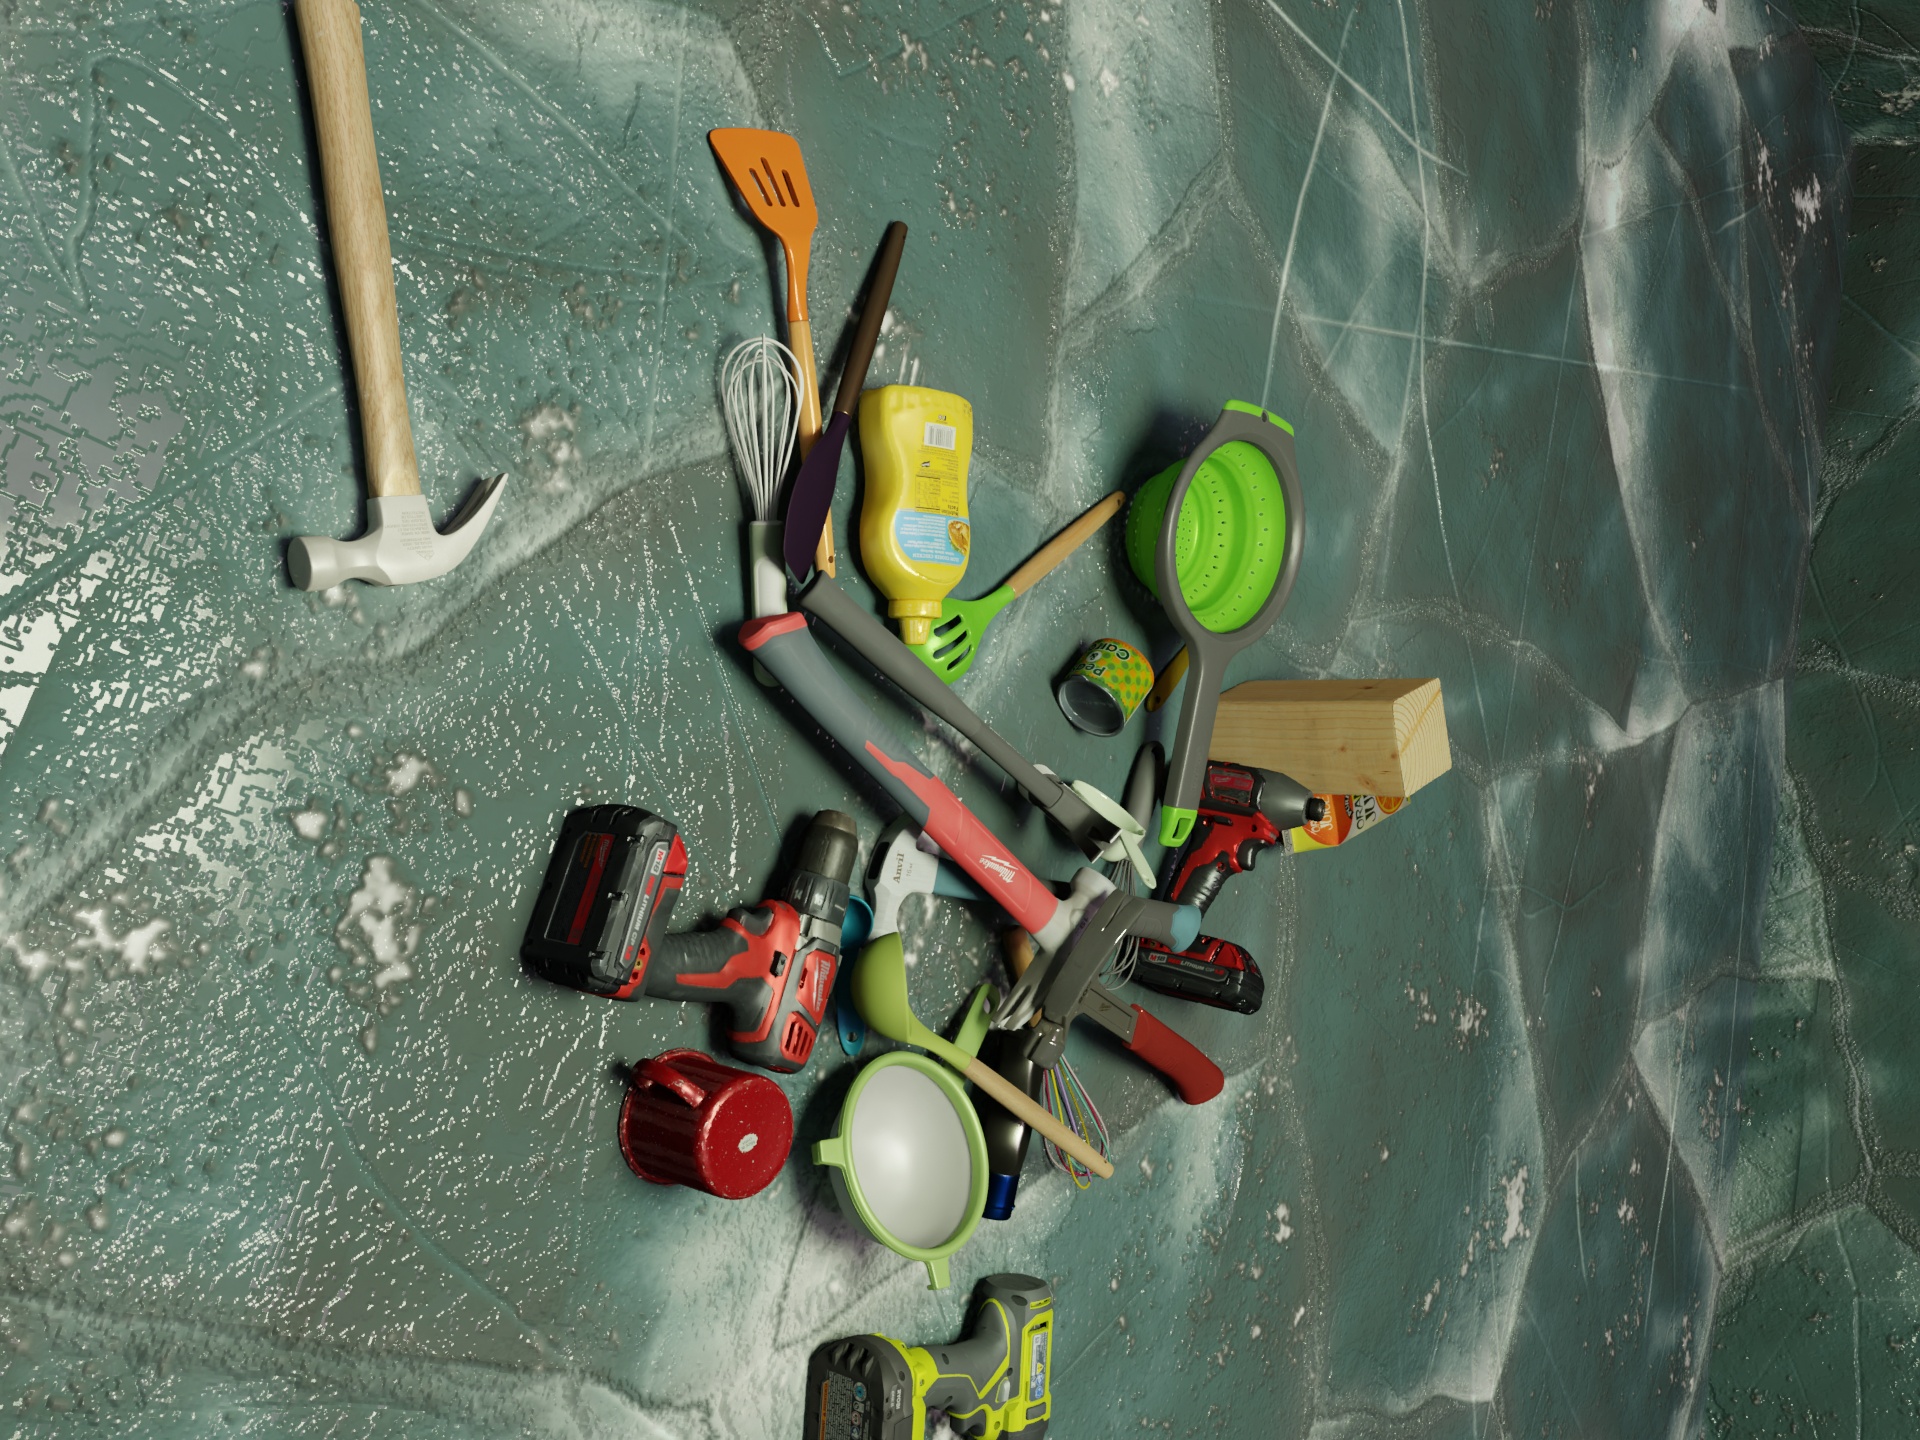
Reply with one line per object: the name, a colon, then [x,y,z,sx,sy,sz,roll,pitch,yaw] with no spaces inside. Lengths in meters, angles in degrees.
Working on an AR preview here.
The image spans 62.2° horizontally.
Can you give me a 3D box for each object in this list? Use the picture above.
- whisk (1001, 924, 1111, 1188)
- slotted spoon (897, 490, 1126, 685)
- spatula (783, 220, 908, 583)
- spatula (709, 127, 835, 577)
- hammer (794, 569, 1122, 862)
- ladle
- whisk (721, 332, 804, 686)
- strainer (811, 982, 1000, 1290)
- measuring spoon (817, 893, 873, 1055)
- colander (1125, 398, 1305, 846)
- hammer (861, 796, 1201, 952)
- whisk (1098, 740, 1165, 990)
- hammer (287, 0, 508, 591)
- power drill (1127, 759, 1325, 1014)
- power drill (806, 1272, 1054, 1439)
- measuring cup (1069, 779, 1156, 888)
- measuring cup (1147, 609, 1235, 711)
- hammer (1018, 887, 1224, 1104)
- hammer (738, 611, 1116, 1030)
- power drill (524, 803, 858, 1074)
whisk: [0.078,0.287,1.343,0.047,0.051,0.245,-27,106,-37]
slotted spoon: [0.053,-0.121,1.327,0.314,0.031,0.070,-42,121,-39]
spatula: [-0.082,-0.244,1.164,0.059,0.018,0.316,63,37,-58]
spatula: [-0.120,-0.263,1.150,0.081,0.041,0.322,-18,107,-45]
hammer: [-0.002,-0.004,1.200,0.035,0.146,0.334,-49,124,0]
ladle: [0.029,0.267,1.214,0.319,0.062,0.078,43,18,-30]
whisk: [-0.136,-0.146,1.117,0.058,0.059,0.246,-2,97,-8]
strainer: [-0.035,0.298,1.221,0.151,0.069,0.256,52,37,-16]
measuring spoon: [-0.084,0.189,1.192,0.042,0.021,0.128,-3,104,-5]
colander: [0.201,-0.088,1.440,0.204,0.094,0.397,9,92,-45]
hammer: [0.068,0.146,1.296,0.330,0.033,0.128,15,79,-33]
whisk: [0.150,0.126,1.414,0.055,0.055,0.239,36,61,-40]
hammer: [-0.339,-0.243,0.916,0.130,0.031,0.331,-12,98,-45]
power drill: [0.241,0.145,1.438,0.078,0.143,0.220,39,64,-58]
power drill: [-0.012,0.535,1.227,0.223,0.080,0.171,8,85,-49]
measuring cup: [0.125,0.107,1.319,0.083,0.168,0.038,32,104,-22]
measuring cup: [0.222,-0.059,1.497,0.156,0.029,0.062,-51,124,-35]
hammer: [0.164,0.263,1.363,0.149,0.037,0.358,-57,145,-7]
hammer: [-0.034,0.070,1.171,0.386,0.038,0.143,46,71,-29]
power drill: [-0.161,0.125,1.072,0.226,0.080,0.188,32,68,-45]
